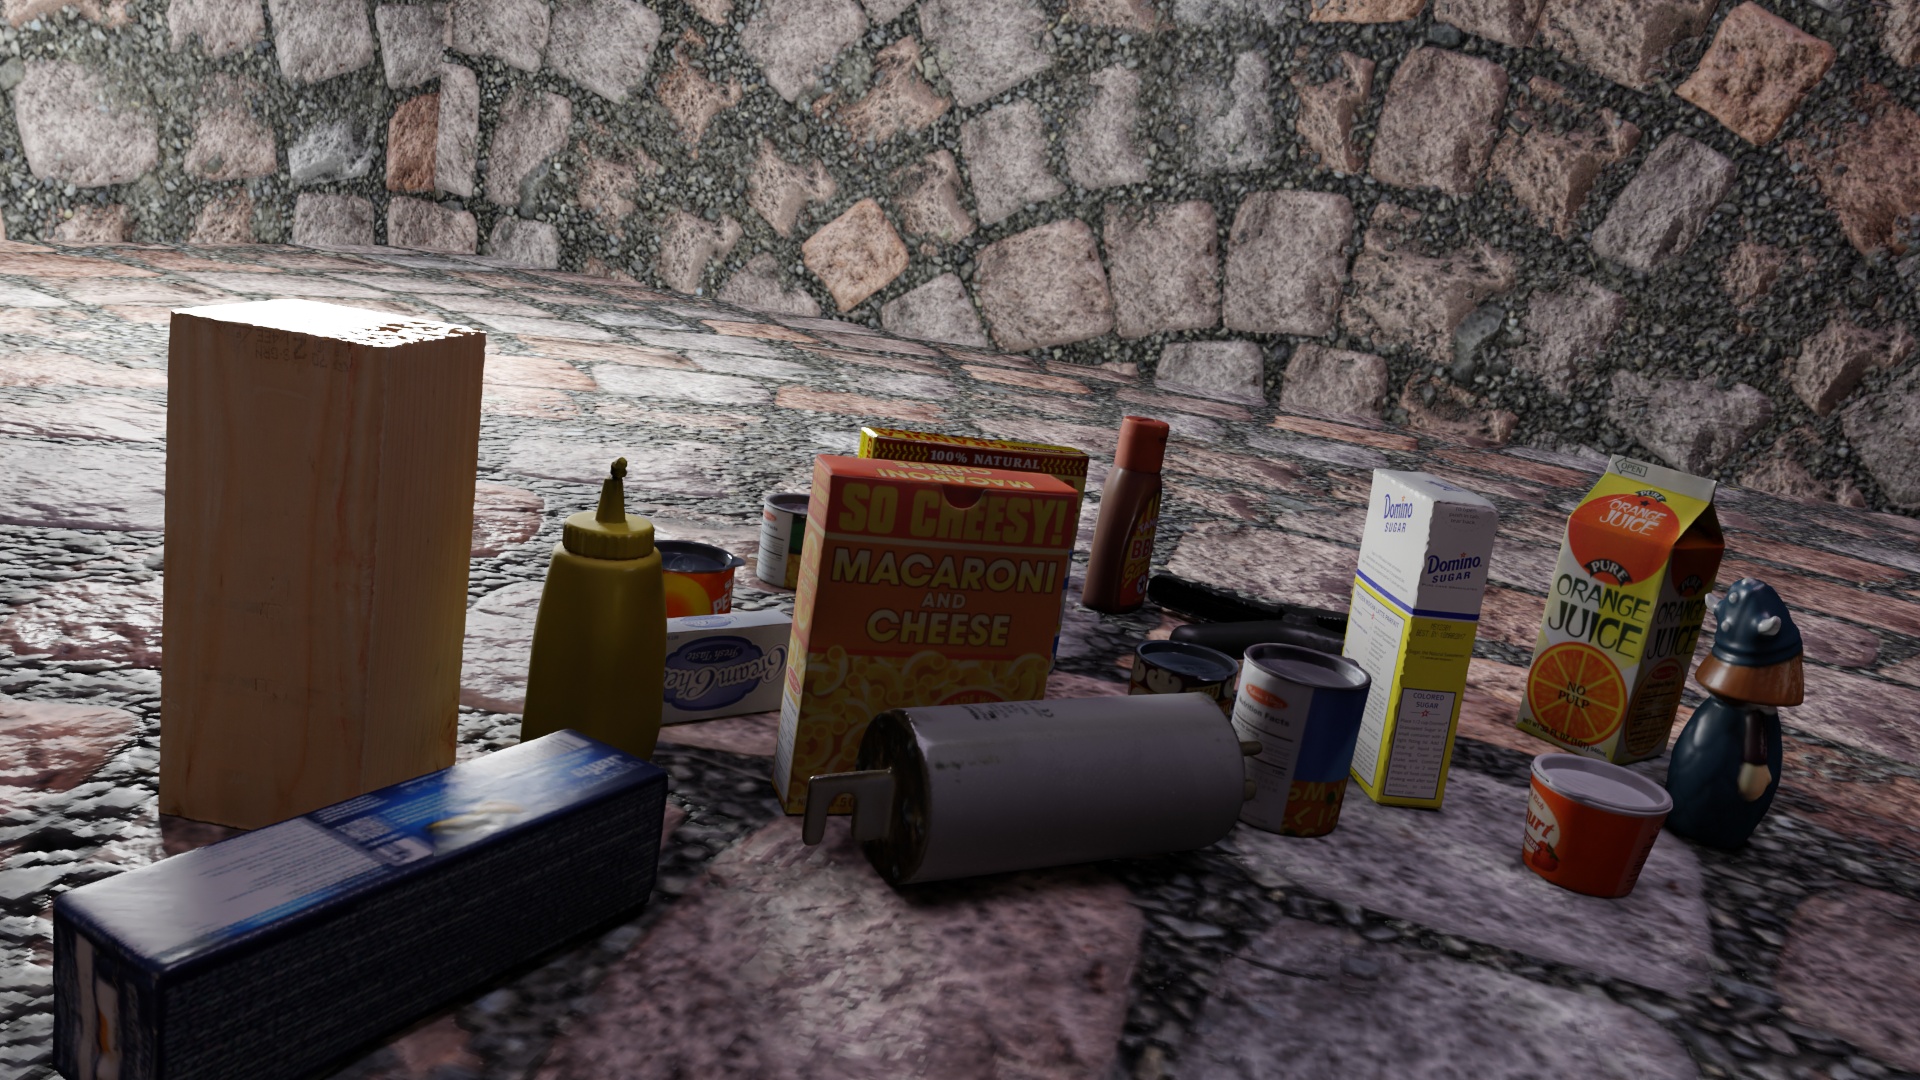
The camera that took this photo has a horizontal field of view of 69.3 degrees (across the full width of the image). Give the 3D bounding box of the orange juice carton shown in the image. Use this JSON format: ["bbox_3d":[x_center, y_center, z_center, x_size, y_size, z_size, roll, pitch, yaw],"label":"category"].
[{"bbox_3d":[0.439,0.044,0.916,0.073,0.192,0.072,-1,17,-37],"label":"orange juice carton"}]

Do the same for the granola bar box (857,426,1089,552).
[{"bbox_3d":[0.004,-0.013,1.014,0.166,0.124,0.039,4,14,-20],"label":"granola bar box"}]

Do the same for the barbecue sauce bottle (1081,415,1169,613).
[{"bbox_3d":[0.130,-0.021,1.075,0.044,0.148,0.065,16,15,28],"label":"barbecue sauce bottle"}]

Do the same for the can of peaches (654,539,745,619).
[{"bbox_3d":[-0.170,0.036,0.845,0.071,0.058,0.071,8,14,-2],"label":"can of peaches"}]

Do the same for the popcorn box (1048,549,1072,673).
[{"bbox_3d":[0.014,0.047,0.862,0.038,0.085,0.127,20,17,38],"label":"popcorn box"}]

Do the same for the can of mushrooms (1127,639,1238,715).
[{"bbox_3d":[0.141,0.090,0.878,0.071,0.033,0.071,8,14,-2],"label":"can of mushrooms"}]

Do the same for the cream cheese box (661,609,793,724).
[{"bbox_3d":[-0.138,0.068,0.745,0.104,0.053,0.024,-3,18,-40],"label":"cream cheese box"}]

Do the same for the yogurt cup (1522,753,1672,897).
[{"bbox_3d":[0.325,0.148,0.718,0.072,0.053,0.072,8,14,-2],"label":"yogurt cup"}]

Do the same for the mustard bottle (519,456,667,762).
[{"bbox_3d":[-0.162,0.039,0.627,0.049,0.159,0.065,13,14,16],"label":"mustard bottle"}]

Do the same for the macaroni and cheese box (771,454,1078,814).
[{"bbox_3d":[-0.017,0.048,0.667,0.124,0.166,0.040,4,14,-21],"label":"macaroni and cheese box"}]

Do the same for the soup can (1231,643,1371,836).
[{"bbox_3d":[0.178,0.104,0.736,0.071,0.083,0.071,8,13,-2],"label":"soup can"}]

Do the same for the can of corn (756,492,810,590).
[{"bbox_3d":[-0.112,0.001,1.023,0.071,0.058,0.071,8,14,-2],"label":"can of corn"}]
